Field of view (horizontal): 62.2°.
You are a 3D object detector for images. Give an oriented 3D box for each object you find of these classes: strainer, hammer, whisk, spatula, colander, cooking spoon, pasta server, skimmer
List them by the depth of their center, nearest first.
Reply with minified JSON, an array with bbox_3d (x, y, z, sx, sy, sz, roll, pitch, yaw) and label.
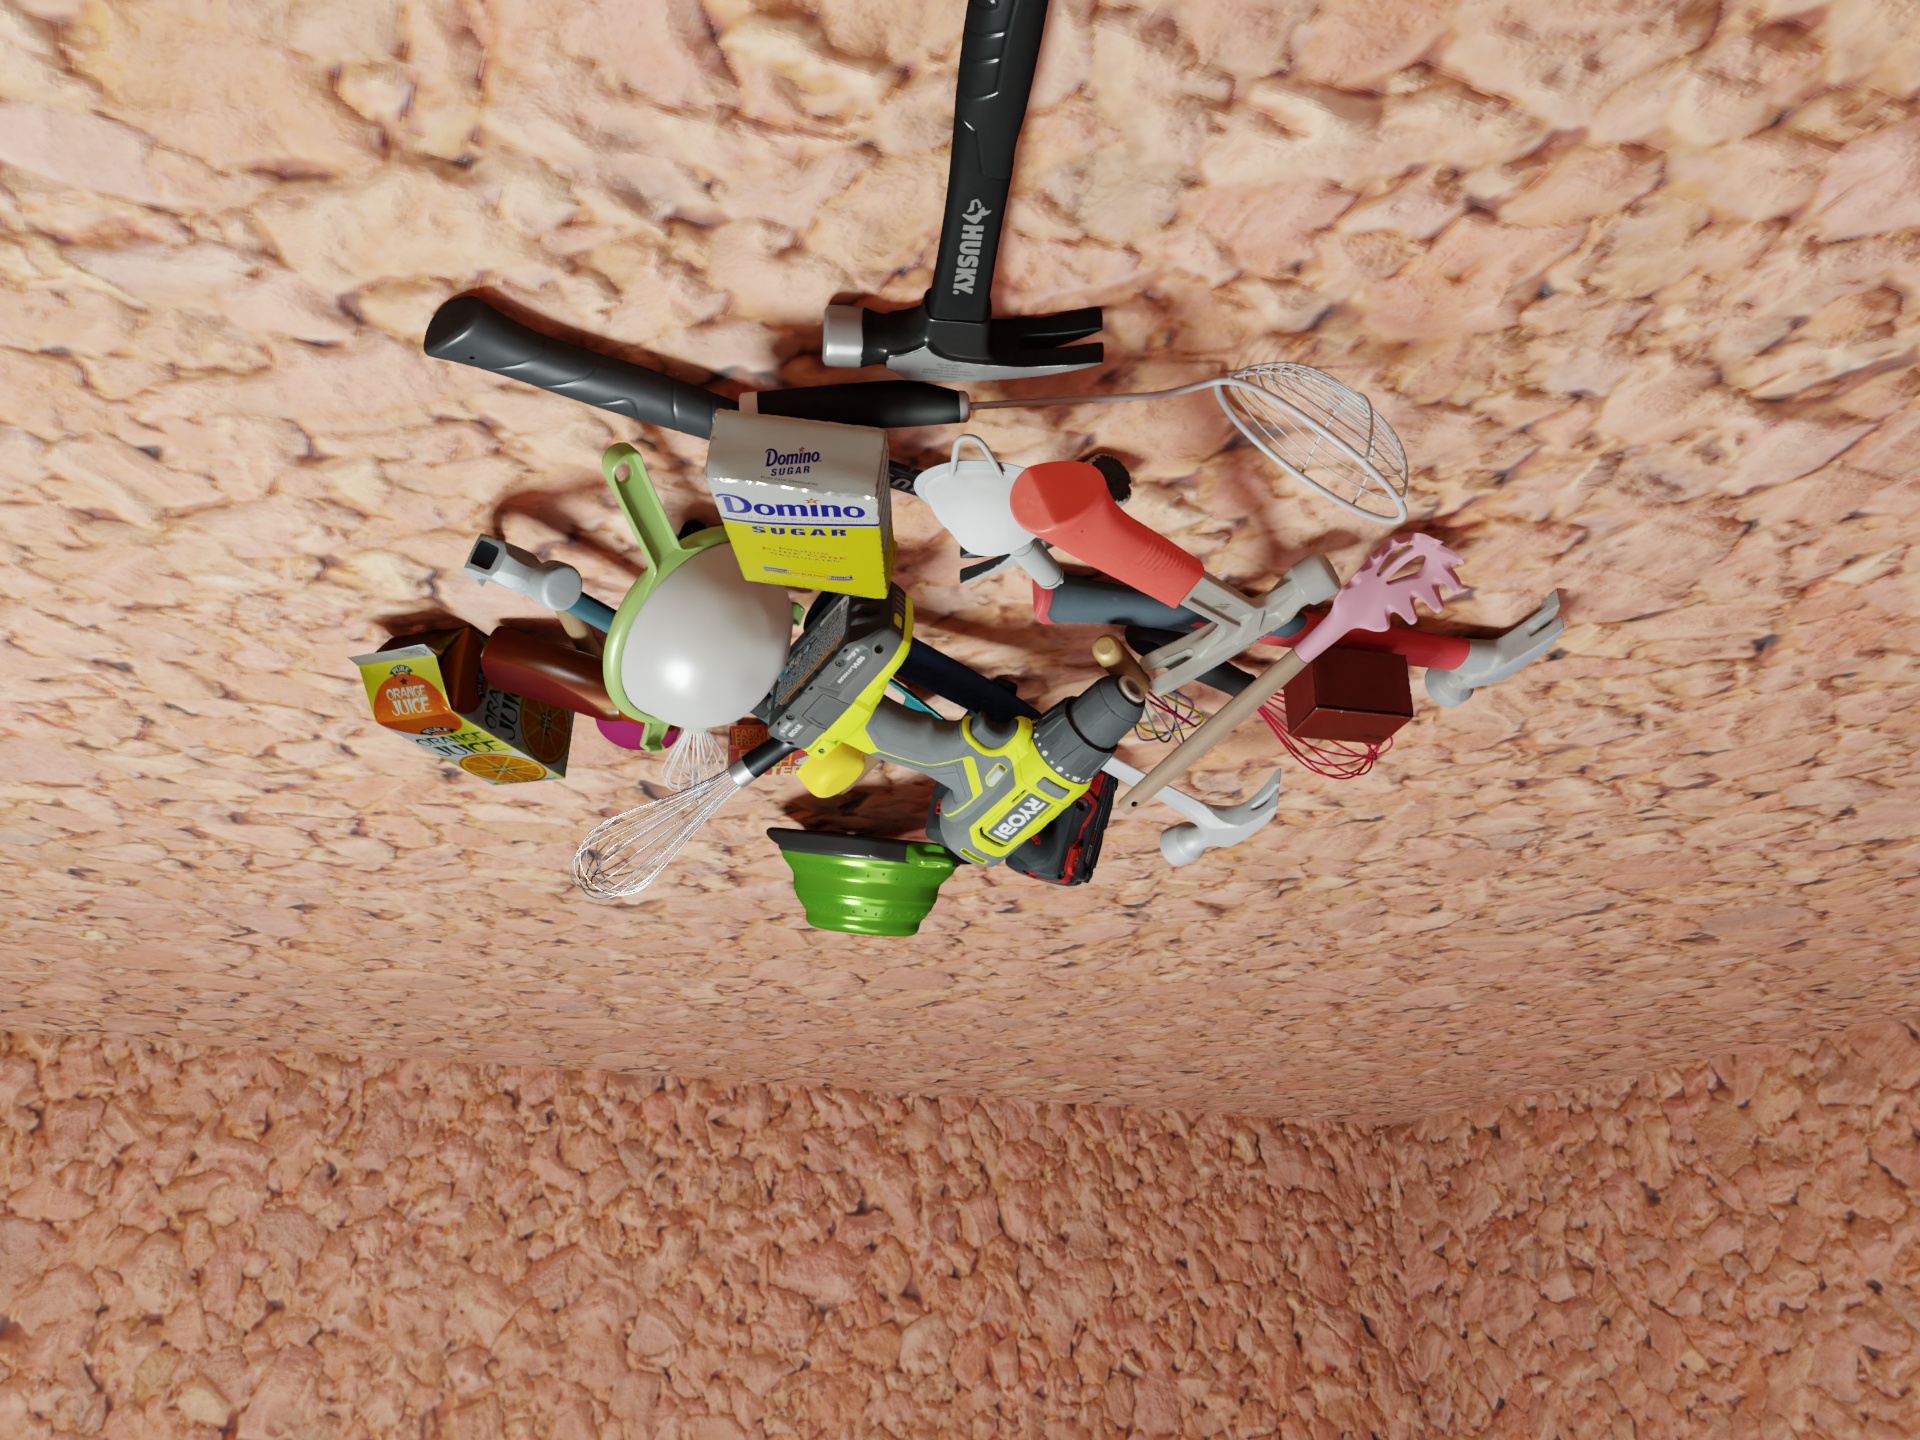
[{"bbox_3d":[0.016,-0.256,0.704,0.146,0.035,0.334,3,157,-5],"label":"hammer"},{"bbox_3d":[0.063,-0.145,0.873,0.363,0.090,0.127,-3,-174,-3],"label":"skimmer"},{"bbox_3d":[0.033,-0.106,0.930,0.087,0.050,0.258,3,174,14],"label":"strainer"},{"bbox_3d":[-0.104,-0.163,0.931,0.408,0.036,0.149,14,155,-29],"label":"hammer"},{"bbox_3d":[0.113,-0.084,0.943,0.149,0.037,0.358,-31,160,21],"label":"hammer"},{"bbox_3d":[-0.163,-0.076,1.006,0.069,0.151,0.256,37,160,26],"label":"strainer"},{"bbox_3d":[0.222,-0.025,1.124,0.060,0.040,0.316,36,120,-17],"label":"pasta server"},{"bbox_3d":[-0.215,-0.053,1.125,0.128,0.033,0.330,22,174,35],"label":"hammer"},{"bbox_3d":[0.239,-0.073,1.147,0.386,0.038,0.143,7,155,-17],"label":"hammer"},{"bbox_3d":[0.067,0.004,1.210,0.405,0.035,0.144,27,145,-23],"label":"hammer"},{"bbox_3d":[0.144,-0.024,1.216,0.047,0.051,0.244,19,173,23],"label":"whisk"},{"bbox_3d":[0.240,-0.019,1.263,0.295,0.073,0.073,23,148,-33],"label":"whisk"},{"bbox_3d":[-0.282,-0.032,1.266,0.069,0.017,0.318,-1,158,1],"label":"cooking spoon"},{"bbox_3d":[-0.220,0.005,1.324,0.058,0.059,0.246,-10,155,-15],"label":"whisk"},{"bbox_3d":[-0.208,0.060,1.327,0.284,0.070,0.070,-35,150,7],"label":"whisk"},{"bbox_3d":[-0.070,0.022,1.369,0.082,0.044,0.317,36,153,-5],"label":"spatula"},{"bbox_3d":[-0.072,0.155,1.470,0.204,0.094,0.397,7,176,-14],"label":"colander"}]

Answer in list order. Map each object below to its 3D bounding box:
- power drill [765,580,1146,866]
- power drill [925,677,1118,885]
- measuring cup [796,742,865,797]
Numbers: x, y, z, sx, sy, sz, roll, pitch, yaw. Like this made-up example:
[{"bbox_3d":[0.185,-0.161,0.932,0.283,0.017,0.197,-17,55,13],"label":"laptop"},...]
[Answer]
[{"bbox_3d":[-0.002,-0.004,1.121,0.228,0.080,0.190,29,126,-24],"label":"power drill"},{"bbox_3d":[0.052,0.057,1.344,0.078,0.143,0.219,11,169,29],"label":"power drill"},{"bbox_3d":[-0.093,0.017,1.301,0.062,0.029,0.156,-29,163,-30],"label":"measuring cup"}]
